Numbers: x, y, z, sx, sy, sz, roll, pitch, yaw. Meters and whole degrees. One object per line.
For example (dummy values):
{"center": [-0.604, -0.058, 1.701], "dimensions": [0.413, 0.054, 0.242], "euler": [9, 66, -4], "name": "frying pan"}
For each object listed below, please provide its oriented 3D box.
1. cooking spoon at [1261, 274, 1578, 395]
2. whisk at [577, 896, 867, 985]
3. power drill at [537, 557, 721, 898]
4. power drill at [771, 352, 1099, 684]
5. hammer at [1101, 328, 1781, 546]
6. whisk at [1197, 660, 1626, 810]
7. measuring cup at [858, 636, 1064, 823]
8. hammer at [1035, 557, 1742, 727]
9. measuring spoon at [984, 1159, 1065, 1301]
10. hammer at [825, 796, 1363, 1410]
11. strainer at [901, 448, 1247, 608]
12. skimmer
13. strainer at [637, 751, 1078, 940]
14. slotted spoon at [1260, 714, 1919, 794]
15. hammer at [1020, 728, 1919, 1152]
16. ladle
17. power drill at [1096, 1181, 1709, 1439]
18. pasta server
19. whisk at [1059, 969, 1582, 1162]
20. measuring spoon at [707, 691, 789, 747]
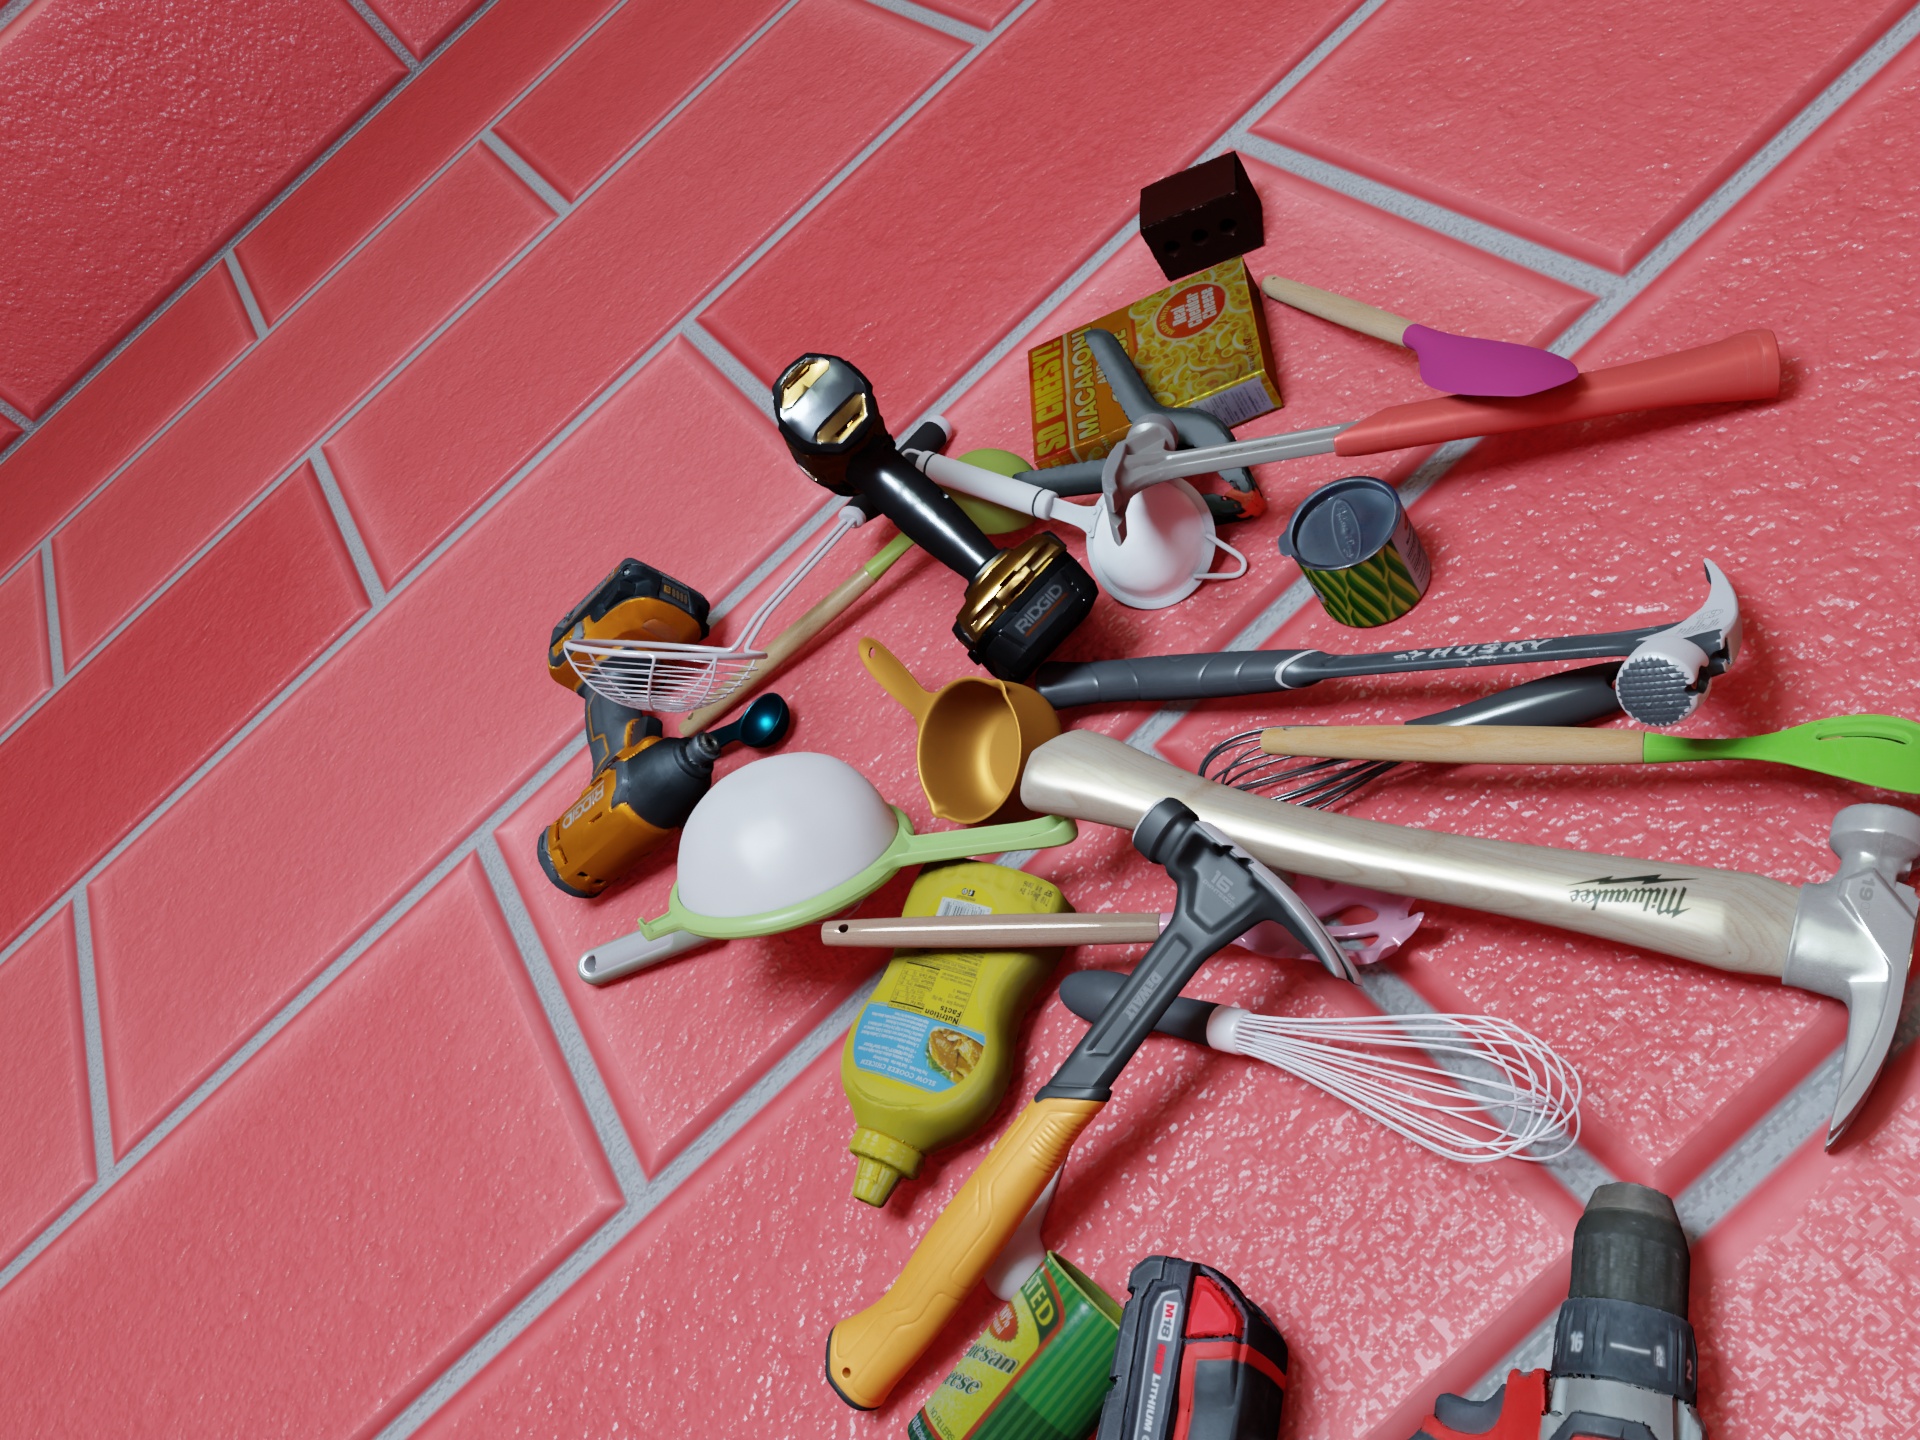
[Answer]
{"center": [0.262, -0.240, 0.970], "dimensions": [0.068, 0.017, 0.319], "euler": [-20, 28, -9], "name": "cooking spoon"}
{"center": [-0.154, 0.126, 1.019], "dimensions": [0.246, 0.059, 0.058], "euler": [-23, 67, 26], "name": "whisk"}
{"center": [-0.229, -0.005, 1.131], "dimensions": [0.164, 0.084, 0.227], "euler": [-37, 43, 30], "name": "power drill"}
{"center": [-0.021, -0.124, 1.010], "dimensions": [0.226, 0.185, 0.084], "euler": [44, 87, 4], "name": "power drill"}
{"center": [0.258, -0.163, 0.884], "dimensions": [0.359, 0.036, 0.149], "euler": [-7, 26, 17], "name": "hammer"}
{"center": [0.236, 0.008, 0.828], "dimensions": [0.239, 0.055, 0.055], "euler": [-17, 49, 20], "name": "whisk"}
{"center": [-0.002, -0.003, 0.979], "dimensions": [0.174, 0.052, 0.095], "euler": [44, 117, 41], "name": "measuring cup"}
{"center": [0.204, -0.032, 0.858], "dimensions": [0.409, 0.036, 0.149], "euler": [-3, 20, 42], "name": "hammer"}
{"center": [0.038, 0.232, 0.813], "dimensions": [0.034, 0.018, 0.124], "euler": [-2, 56, 36], "name": "measuring spoon"}
{"center": [0.046, 0.204, 0.764], "dimensions": [0.127, 0.034, 0.337], "euler": [42, 101, 35], "name": "hammer"}
{"center": [0.060, -0.135, 1.024], "dimensions": [0.259, 0.050, 0.087], "euler": [23, 106, 31], "name": "strainer"}
{"center": [-0.119, -0.127, 1.092], "dimensions": [0.127, 0.090, 0.363], "euler": [7, 45, 39], "name": "skimmer"}
{"center": [-0.060, 0.054, 0.903], "dimensions": [0.256, 0.069, 0.151], "euler": [-9, 22, 25], "name": "strainer"}
{"center": [0.294, 0.013, 0.748], "dimensions": [0.314, 0.031, 0.070], "euler": [1, 15, 29], "name": "slotted spoon"}
{"center": [0.210, 0.074, 0.749], "dimensions": [0.411, 0.038, 0.146], "euler": [11, 65, 30], "name": "hammer"}
{"center": [-0.076, -0.082, 1.137], "dimensions": [0.320, 0.062, 0.078], "euler": [-39, 41, 15], "name": "ladle"}
{"center": [0.180, 0.271, 0.639], "dimensions": [0.227, 0.080, 0.188], "euler": [-2, 56, 32], "name": "power drill"}
{"center": [0.076, 0.104, 0.823], "dimensions": [0.316, 0.040, 0.060], "euler": [-3, 55, 16], "name": "pasta server"}
{"center": [0.158, 0.156, 0.764], "dimensions": [0.285, 0.070, 0.070], "euler": [5, 61, 44], "name": "whisk"}
{"center": [-0.168, 0.018, 1.140], "dimensions": [0.128, 0.021, 0.042], "euler": [-24, 46, 32], "name": "measuring spoon"}
